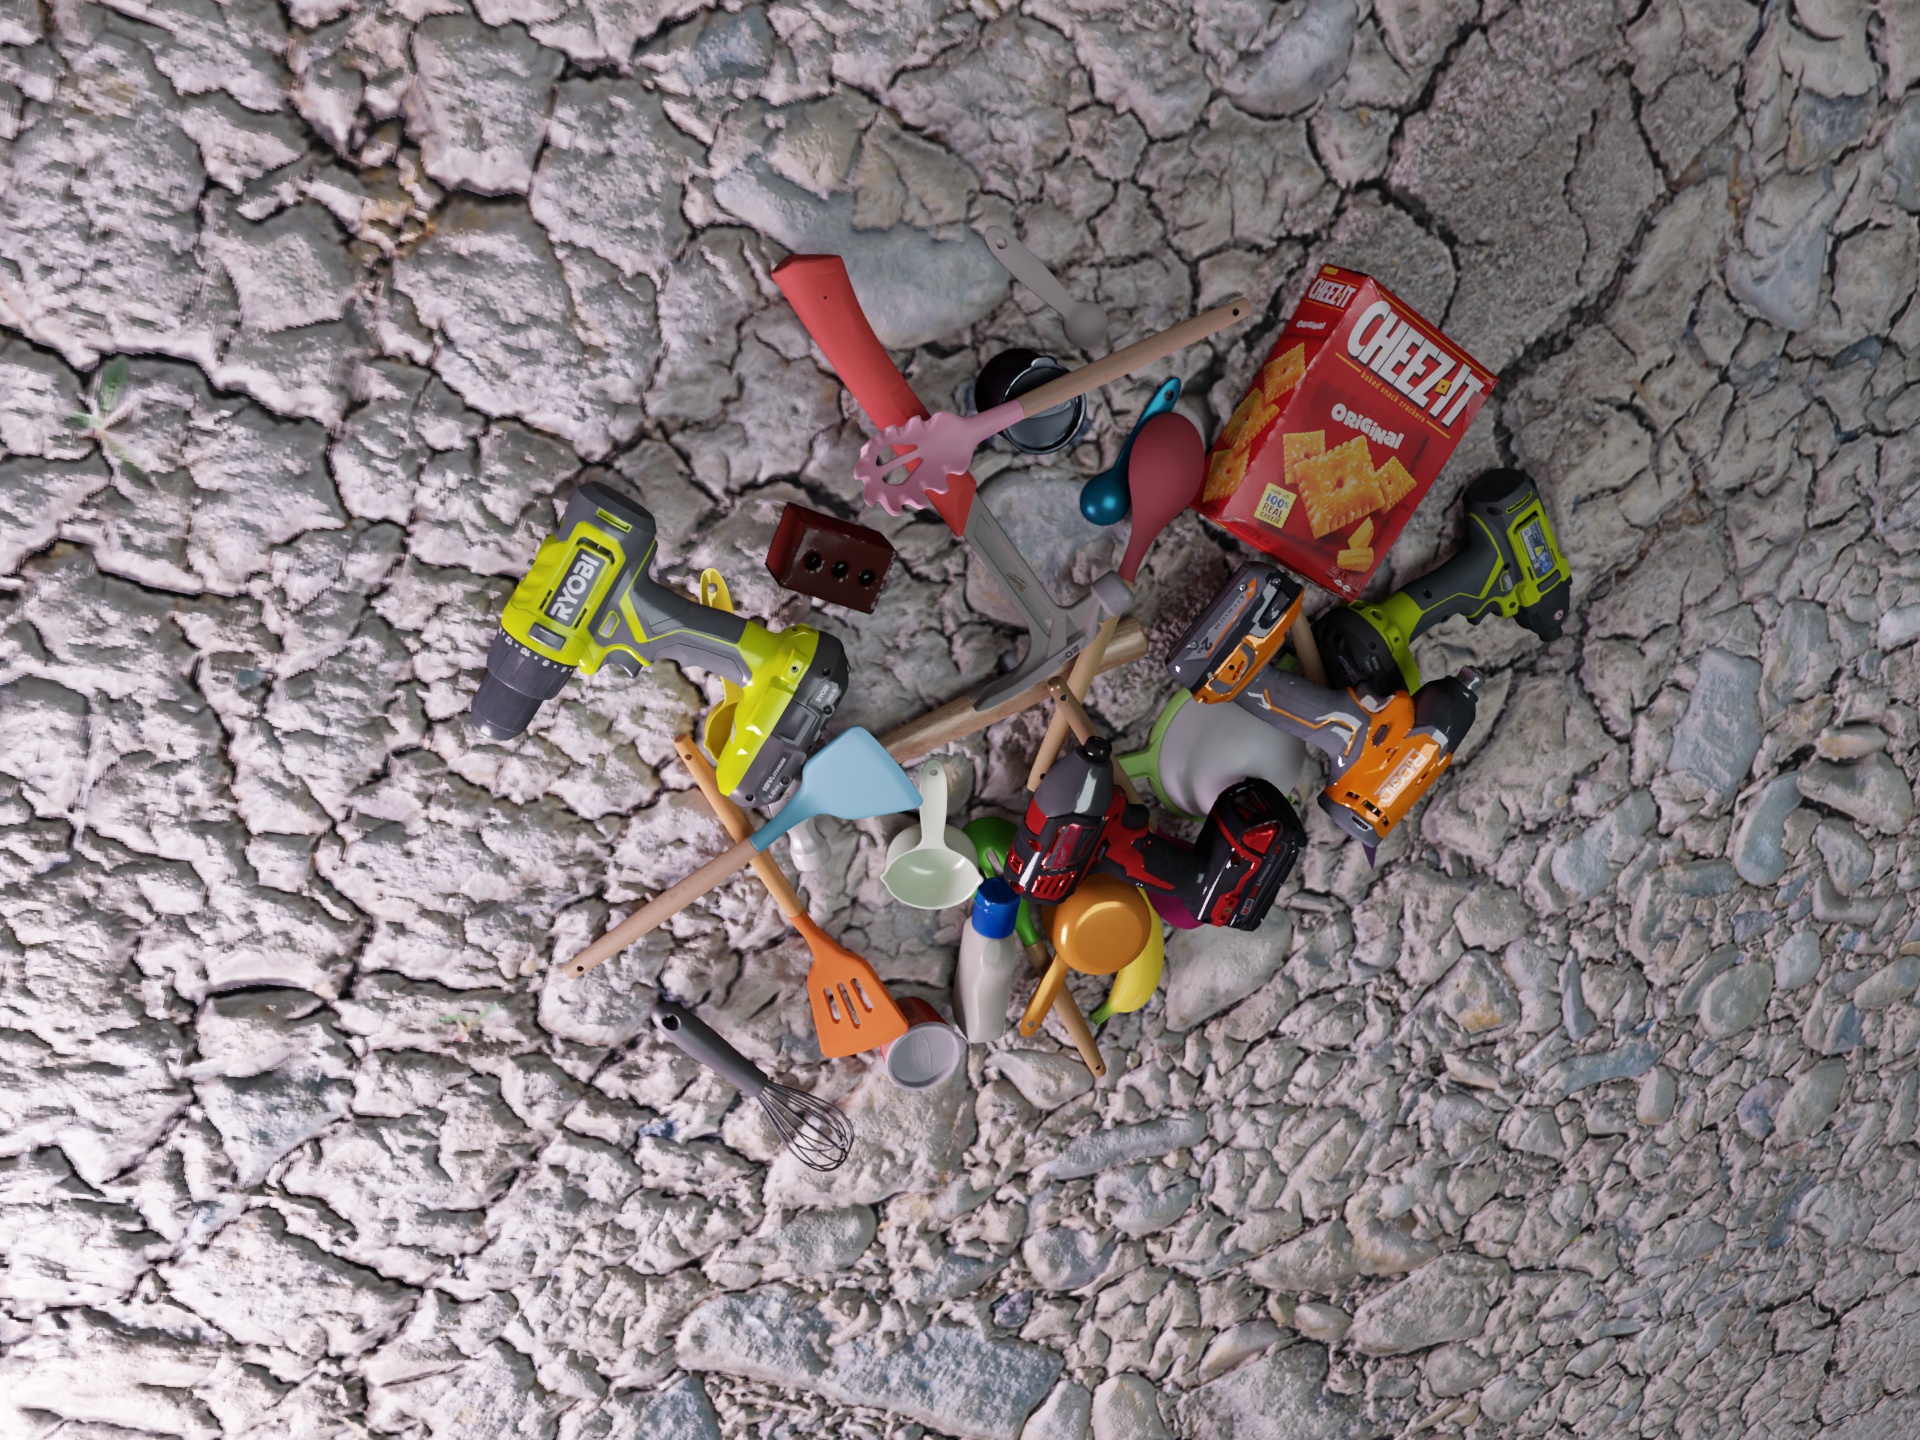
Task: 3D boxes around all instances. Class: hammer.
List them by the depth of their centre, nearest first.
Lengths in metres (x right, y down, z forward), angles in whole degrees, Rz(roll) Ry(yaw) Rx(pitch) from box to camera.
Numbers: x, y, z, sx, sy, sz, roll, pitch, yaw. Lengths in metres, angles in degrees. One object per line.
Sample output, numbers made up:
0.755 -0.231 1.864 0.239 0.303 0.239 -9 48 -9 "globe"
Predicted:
-0.024 -0.175 1.142 0.149 0.037 0.358 -36 115 5 "hammer"
-0.002 -0.004 1.258 0.331 0.031 0.130 -25 121 -10 "hammer"

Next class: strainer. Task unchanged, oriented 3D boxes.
0.190 0.042 1.334 0.256 0.069 0.151 -12 118 -19 "strainer"

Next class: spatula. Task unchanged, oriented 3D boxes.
-0.178 0.112 1.207 0.317 0.044 0.082 -35 113 9 "spatula"
-0.143 0.141 1.262 0.081 0.041 0.322 -21 121 14 "spatula"
0.322 0.001 1.381 0.018 0.060 0.315 -8 126 27 "spatula"

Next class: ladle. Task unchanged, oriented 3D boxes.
0.116 -0.087 1.240 0.069 0.031 0.315 16 103 -29 "ladle"

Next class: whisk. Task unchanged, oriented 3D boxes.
-0.172 0.306 1.329 0.055 0.055 0.238 -43 118 2 "whisk"

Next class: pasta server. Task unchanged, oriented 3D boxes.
0.068 -0.227 1.107 0.316 0.040 0.060 -26 110 -9 "pasta server"

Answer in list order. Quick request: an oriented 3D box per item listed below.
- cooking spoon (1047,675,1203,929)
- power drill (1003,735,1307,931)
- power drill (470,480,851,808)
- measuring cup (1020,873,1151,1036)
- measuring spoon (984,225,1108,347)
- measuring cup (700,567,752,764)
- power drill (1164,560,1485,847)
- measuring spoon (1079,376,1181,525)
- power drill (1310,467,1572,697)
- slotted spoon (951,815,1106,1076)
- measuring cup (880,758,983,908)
0.145 0.074 1.309 0.069 0.017 0.318 -31 126 6 "cooking spoon"
0.154 0.089 1.266 0.219 0.079 0.143 11 117 -22 "power drill"
-0.212 -0.033 1.117 0.228 0.080 0.190 29 100 -17 "power drill"
0.099 0.207 1.347 0.095 0.052 0.173 22 103 -22 "measuring cup"
0.063 -0.312 1.147 0.124 0.018 0.034 36 97 -30 "measuring spoon"
-0.172 -0.039 1.182 0.062 0.029 0.156 -13 106 -12 "measuring cup"
0.294 -0.028 1.265 0.226 0.084 0.164 39 100 -2 "power drill"
0.137 -0.205 1.224 0.042 0.021 0.128 23 105 -29 "measuring spoon"
0.423 -0.086 1.367 0.223 0.080 0.171 -37 121 -6 "power drill"
0.073 0.209 1.392 0.070 0.031 0.313 -28 123 -2 "slotted spoon"
-0.022 0.082 1.260 0.083 0.038 0.167 1 132 -1 "measuring cup"
